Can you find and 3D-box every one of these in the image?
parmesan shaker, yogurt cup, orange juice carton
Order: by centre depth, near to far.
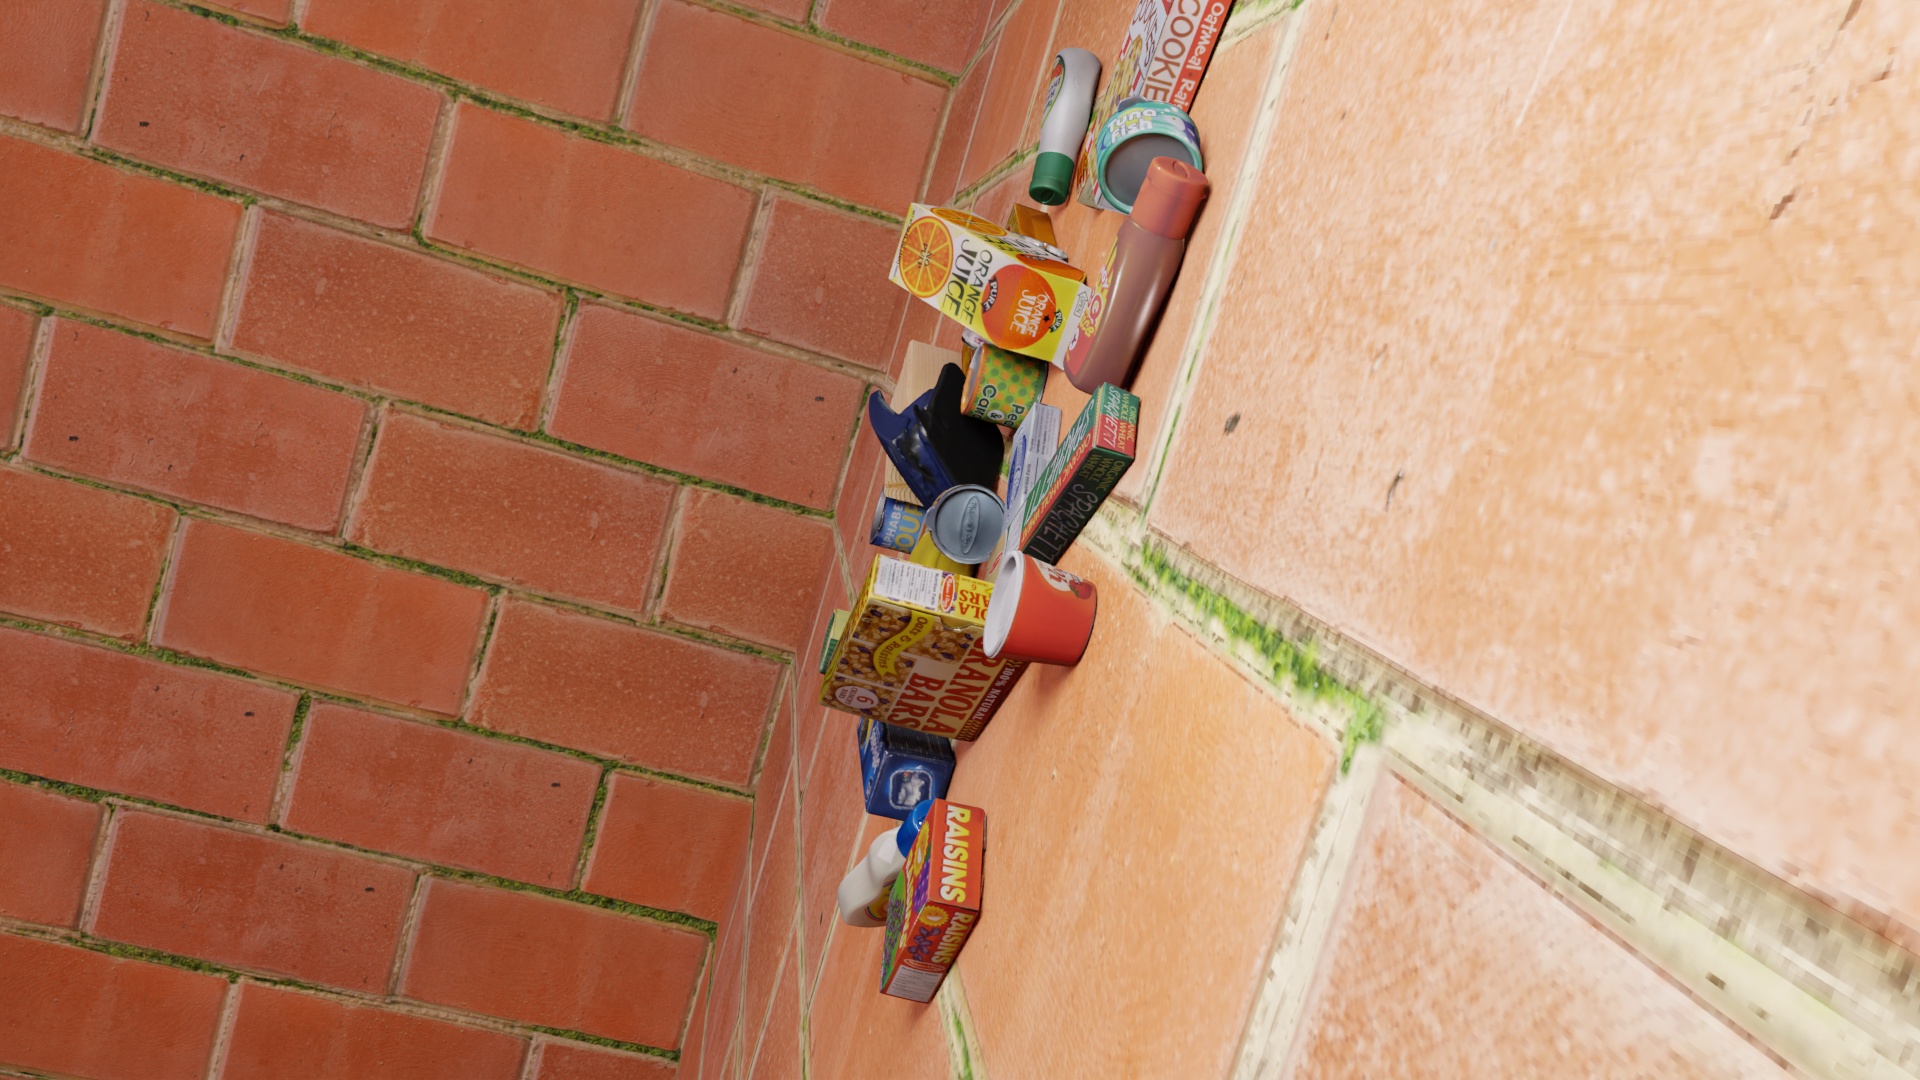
[{"bbox_3d":[0.049,0.045,0.852,0.072,0.054,0.072,-162,88,-81],"label":"yogurt cup"},{"bbox_3d":[0.033,-0.212,1.153,0.193,0.073,0.071,38,119,38],"label":"orange juice carton"},{"bbox_3d":[-0.081,0.109,1.355,0.071,0.103,0.071,-162,88,-81],"label":"parmesan shaker"}]

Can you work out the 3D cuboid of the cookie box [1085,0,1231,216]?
[{"bbox_3d":[0.138,-0.330,0.985,0.123,0.040,0.166,-88,16,-55],"label":"cookie box"}]

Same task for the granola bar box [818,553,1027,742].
[{"bbox_3d":[-0.024,0.083,1.000,0.164,0.124,0.039,118,164,-53],"label":"granola bar box"}]

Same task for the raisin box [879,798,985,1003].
[{"bbox_3d":[-0.019,0.251,0.965,0.086,0.040,0.122,-84,12,-49],"label":"raisin box"}]

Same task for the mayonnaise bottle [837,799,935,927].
[{"bbox_3d":[-0.044,0.247,1.058,0.147,0.065,0.041,-59,39,45],"label":"mayonnaise bottle"}]

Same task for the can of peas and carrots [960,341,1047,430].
[{"bbox_3d":[0.036,-0.130,1.195,0.071,0.059,0.071,-162,88,-81],"label":"can of peas and carrots"}]

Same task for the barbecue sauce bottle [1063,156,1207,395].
[{"bbox_3d":[0.110,-0.165,0.871,0.065,0.044,0.147,-87,16,-56],"label":"barbecue sauce bottle"}]

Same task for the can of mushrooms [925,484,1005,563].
[{"bbox_3d":[0.004,-0.015,1.160,0.033,0.071,0.071,-167,92,-82],"label":"can of mushrooms"}]

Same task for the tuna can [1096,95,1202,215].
[{"bbox_3d":[0.117,-0.240,0.870,0.070,0.071,0.033,115,165,-45],"label":"tuna can"}]

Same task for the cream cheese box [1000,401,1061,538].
[{"bbox_3d":[0.054,-0.051,1.069,0.053,0.024,0.104,121,162,-54],"label":"cream cheese box"}]

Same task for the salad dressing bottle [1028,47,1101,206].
[{"bbox_3d":[0.097,-0.388,1.305,0.064,0.044,0.148,141,144,-72],"label":"salad dressing bottle"}]

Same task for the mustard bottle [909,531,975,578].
[{"bbox_3d":[-0.021,0.021,1.314,0.160,0.049,0.065,-174,101,-81],"label":"mustard bottle"}]

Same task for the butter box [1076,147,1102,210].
[{"bbox_3d":[0.121,-0.322,1.113,0.103,0.024,0.053,115,166,-45],"label":"butter box"}]

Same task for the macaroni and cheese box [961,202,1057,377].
[{"bbox_3d":[0.046,-0.232,1.362,0.124,0.040,0.165,-92,20,-61],"label":"macaroni and cheese box"}]

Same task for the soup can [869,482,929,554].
[{"bbox_3d":[-0.043,-0.016,1.396,0.071,0.084,0.071,-163,88,-81],"label":"soup can"}]

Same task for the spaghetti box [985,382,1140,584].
[{"bbox_3d":[0.063,-0.019,0.951,0.248,0.029,0.050,121,162,-58],"label":"spaghetti box"}]
